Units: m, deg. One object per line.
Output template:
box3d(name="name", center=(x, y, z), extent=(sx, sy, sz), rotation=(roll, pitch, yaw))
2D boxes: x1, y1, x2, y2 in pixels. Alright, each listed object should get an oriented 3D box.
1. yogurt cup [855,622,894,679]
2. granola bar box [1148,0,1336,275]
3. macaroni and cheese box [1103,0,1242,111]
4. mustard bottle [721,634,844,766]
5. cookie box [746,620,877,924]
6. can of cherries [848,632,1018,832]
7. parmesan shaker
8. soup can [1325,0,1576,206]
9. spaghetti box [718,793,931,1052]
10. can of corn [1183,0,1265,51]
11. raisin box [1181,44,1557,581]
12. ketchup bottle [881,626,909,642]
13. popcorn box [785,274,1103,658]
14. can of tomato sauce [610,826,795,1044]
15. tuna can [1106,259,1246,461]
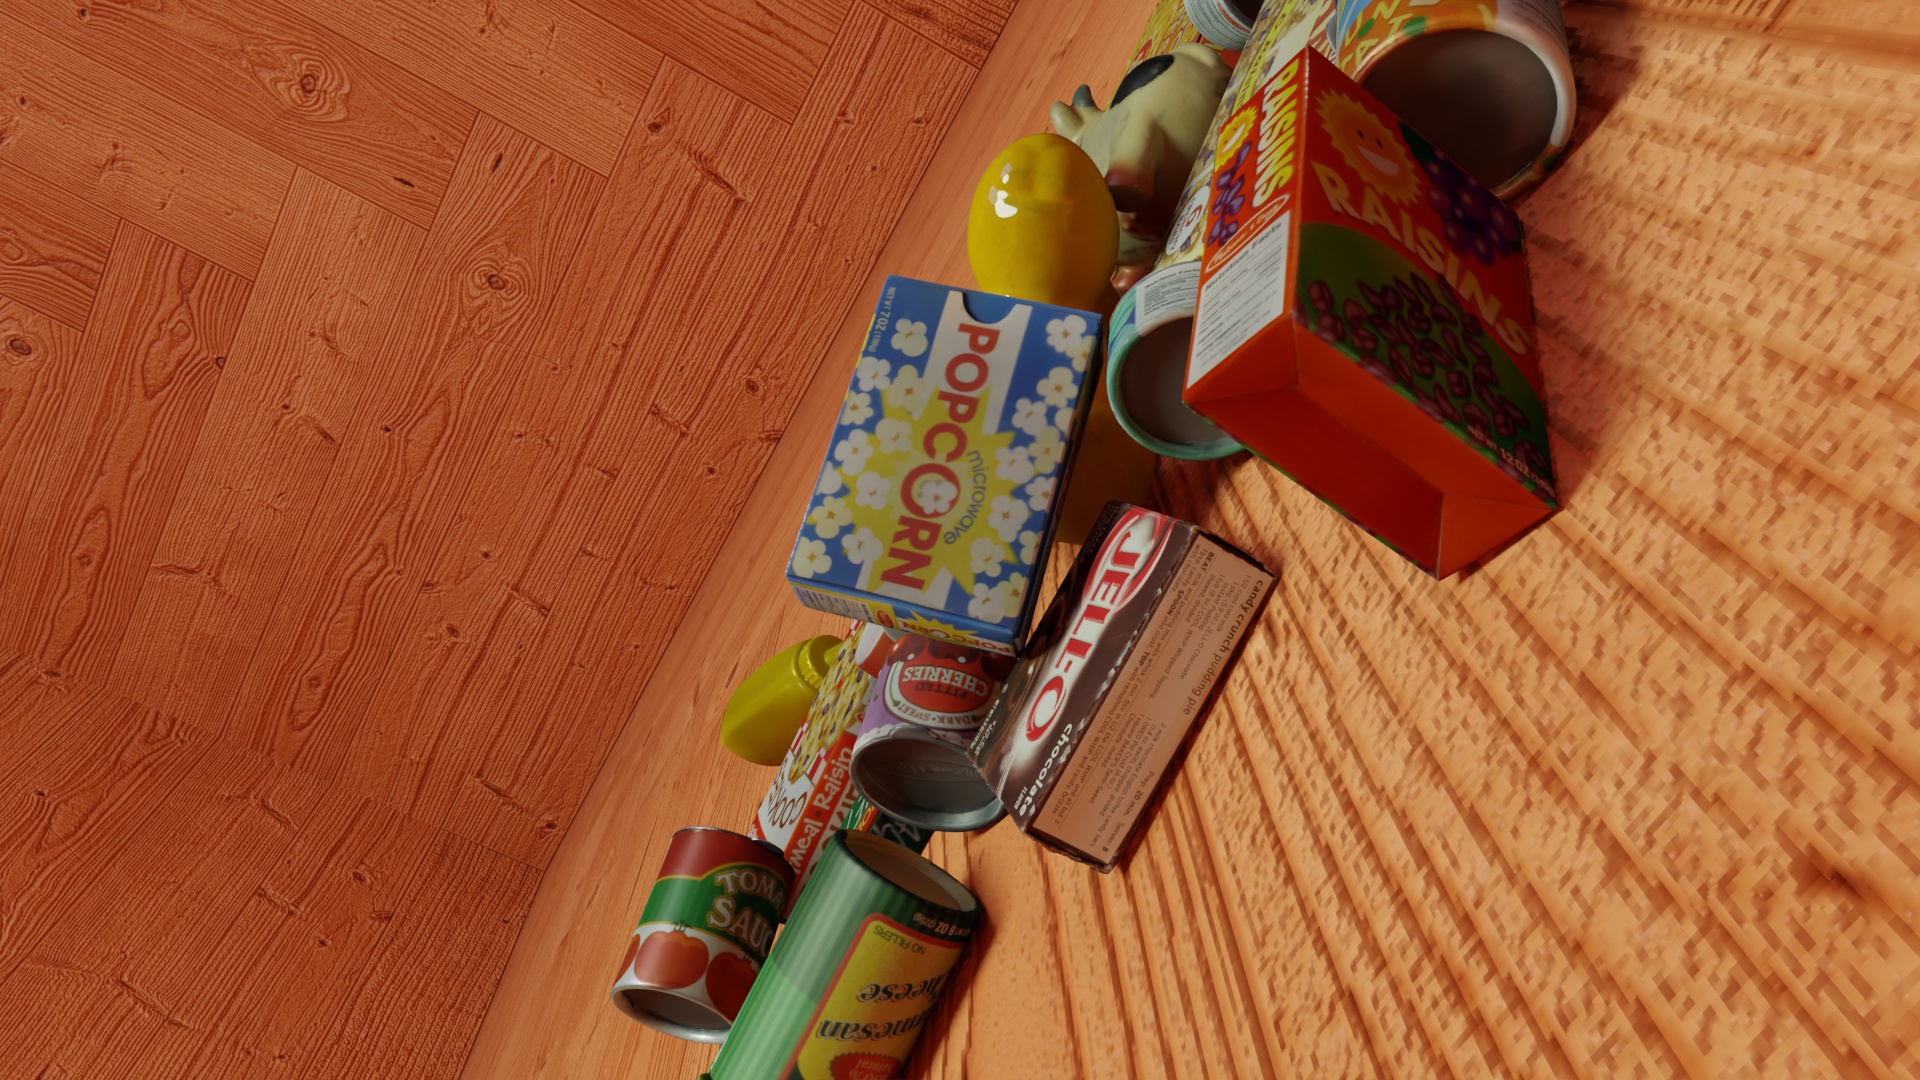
box3d(name="yogurt cup", center=(-0.018, 0.051, 0.708), extent=(0.072, 0.054, 0.073), rotation=(-59, 12, 21))
box3d(name="granola bar box", center=(0.142, -0.175, 0.561), extent=(0.166, 0.039, 0.124), rotation=(-66, 13, -15))
box3d(name="macaroni and cheese box", center=(0.140, -0.294, 0.817), extent=(0.123, 0.040, 0.166), rotation=(-64, 12, -2))
box3d(name="mustard bottle", center=(-0.110, 0.104, 0.961), extent=(0.159, 0.065, 0.049), rotation=(-43, 28, 43))
box3d(name="cookie box", center=(-0.070, 0.126, 0.796), extent=(0.167, 0.040, 0.123), rotation=(-64, 12, -5))
box3d(name="can of cherries", center=(-0.007, 0.077, 0.573), extent=(0.071, 0.071, 0.059), rotation=(-51, 16, 45))
box3d(name="parmesan shaker", center=(-0.045, 0.170, 0.527), extent=(0.103, 0.071, 0.071), rotation=(-63, 12, 0))
box3d(name="soup can", center=(0.144, -0.146, 0.420), extent=(0.071, 0.071, 0.084), rotation=(-50, 18, 46))
box3d(name="spaghetti box", center=(-0.050, 0.162, 0.665), extent=(0.249, 0.028, 0.050), rotation=(-61, 12, 10))
box3d(name="can of corn", center=(0.151, -0.282, 0.688), extent=(0.071, 0.071, 0.058), rotation=(-62, 12, 6))
box3d(name="raisin box", center=(0.106, -0.062, 0.359), extent=(0.040, 0.086, 0.124), rotation=(-43, 23, 43))
box3d(name="ketchup bottle", center=(0.002, -0.009, 0.690), extent=(0.043, 0.064, 0.150), rotation=(-13, 35, 33))
box3d(name="popcorn box", center=(-0.003, -0.028, 0.510), extent=(0.038, 0.085, 0.127), rotation=(71, -146, -68))
box3d(name="can of tomato sauce", center=(-0.123, 0.192, 0.677), extent=(0.071, 0.071, 0.083), rotation=(-49, 19, 49))
box3d(name="tuna can", center=(0.085, -0.061, 0.496), extent=(0.070, 0.071, 0.033), rotation=(-54, 16, 36))
